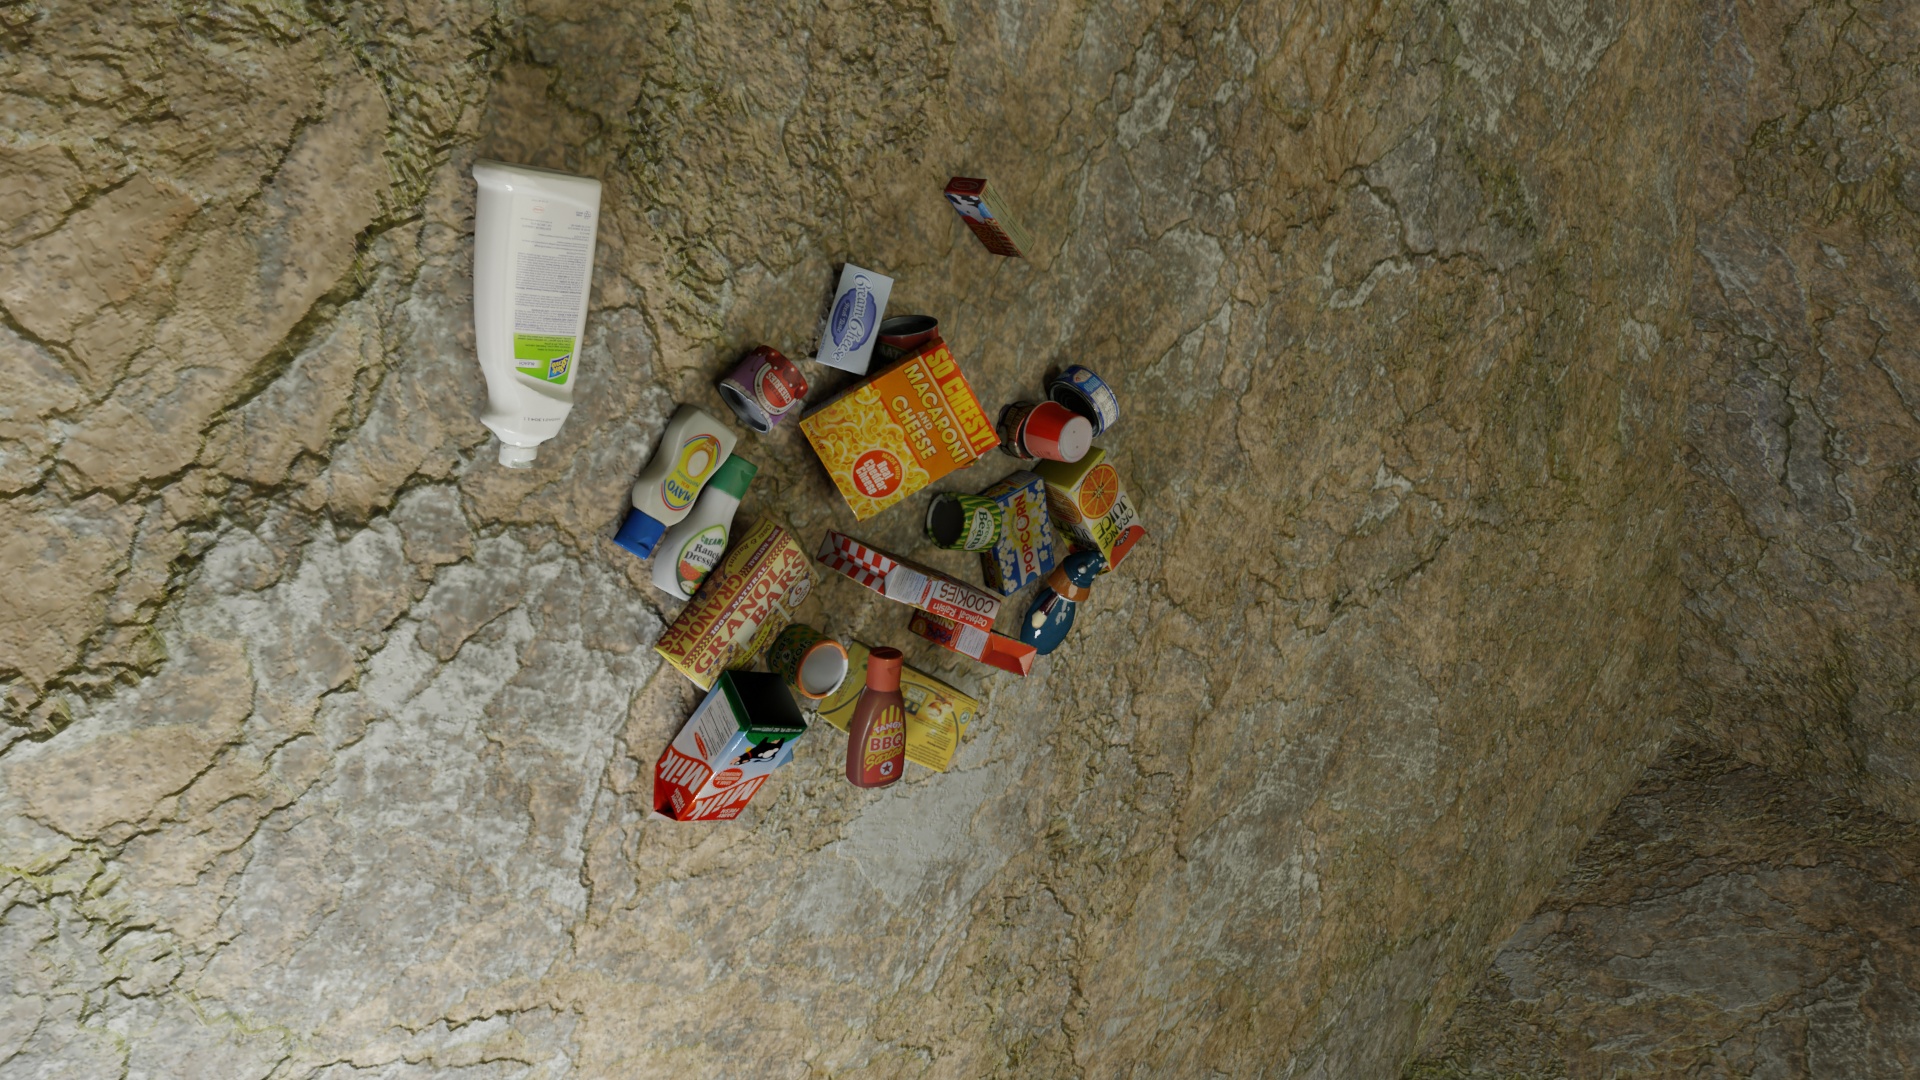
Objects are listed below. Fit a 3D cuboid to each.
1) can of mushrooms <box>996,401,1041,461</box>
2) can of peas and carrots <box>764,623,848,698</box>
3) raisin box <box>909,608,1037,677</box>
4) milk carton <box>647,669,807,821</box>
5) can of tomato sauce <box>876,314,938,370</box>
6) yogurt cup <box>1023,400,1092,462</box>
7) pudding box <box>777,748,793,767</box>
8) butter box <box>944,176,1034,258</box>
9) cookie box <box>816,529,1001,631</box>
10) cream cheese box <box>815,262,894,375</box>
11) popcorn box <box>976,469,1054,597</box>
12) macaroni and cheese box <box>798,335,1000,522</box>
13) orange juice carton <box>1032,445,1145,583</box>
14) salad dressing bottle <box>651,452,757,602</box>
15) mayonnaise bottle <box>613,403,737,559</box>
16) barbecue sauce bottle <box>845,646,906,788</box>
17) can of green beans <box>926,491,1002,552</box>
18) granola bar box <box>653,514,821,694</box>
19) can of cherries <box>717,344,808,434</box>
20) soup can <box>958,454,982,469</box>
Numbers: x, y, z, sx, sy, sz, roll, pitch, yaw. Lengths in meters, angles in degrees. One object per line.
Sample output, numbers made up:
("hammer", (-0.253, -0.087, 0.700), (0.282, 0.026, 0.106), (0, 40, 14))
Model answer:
("can of mushrooms", (0.075, -0.128, 1.614), (0.071, 0.033, 0.070), (-18, 118, -37))
("can of peas and carrots", (-0.163, 0.127, 1.470), (0.071, 0.059, 0.070), (-17, 117, -38))
("raisin box", (0.014, 0.113, 1.585), (0.086, 0.123, 0.040), (21, 90, -46))
("milk carton", (-0.241, 0.220, 1.395), (0.072, 0.074, 0.189), (11, 127, -46))
("can of tomato sauce", (-0.054, -0.185, 1.447), (0.071, 0.071, 0.082), (-26, 123, -34))
("yogurt cup", (0.113, -0.122, 1.588), (0.072, 0.054, 0.072), (-18, 118, -37))
("pudding box", (-0.205, 0.194, 1.464), (0.030, 0.050, 0.083), (-23, 121, -33))
("butter box", (0.031, -0.343, 1.476), (0.103, 0.053, 0.024), (44, 72, -44))
("cookie box", (-0.053, 0.043, 1.495), (0.167, 0.123, 0.040), (22, 91, -45))
("cream cheese box", (-0.106, -0.222, 1.396), (0.053, 0.024, 0.103), (17, 95, -6))
("popcorn box", (0.063, -0.009, 1.645), (0.085, 0.038, 0.126), (-30, 124, -33))
("macaroni and cheese box", (-0.062, -0.113, 1.412), (0.166, 0.040, 0.123), (-29, 108, 2))
("orange juice carton", (0.164, -0.031, 1.705), (0.072, 0.073, 0.192), (-48, 133, -18))
("salad dressing bottle", (-0.246, -0.015, 1.349), (0.064, 0.044, 0.147), (31, 84, -49))
("mayonnaise bottle", (-0.273, -0.053, 1.311), (0.064, 0.041, 0.148), (39, 78, -46))
("barbecue sauce bottle", (-0.086, 0.187, 1.480), (0.065, 0.044, 0.148), (-7, 111, -37))
("can of green beans", (0.004, -0.020, 1.565), (0.058, 0.071, 0.071), (5, 103, -44))
("granola bar box", (-0.217, 0.071, 1.382), (0.166, 0.039, 0.123), (-53, 156, -14))
("can of cherries", (-0.188, -0.145, 1.333), (0.058, 0.071, 0.071), (-48, 132, -19))
("soup can", (-0.022, -0.118, 1.490), (0.071, 0.084, 0.071), (-17, 117, -37))
